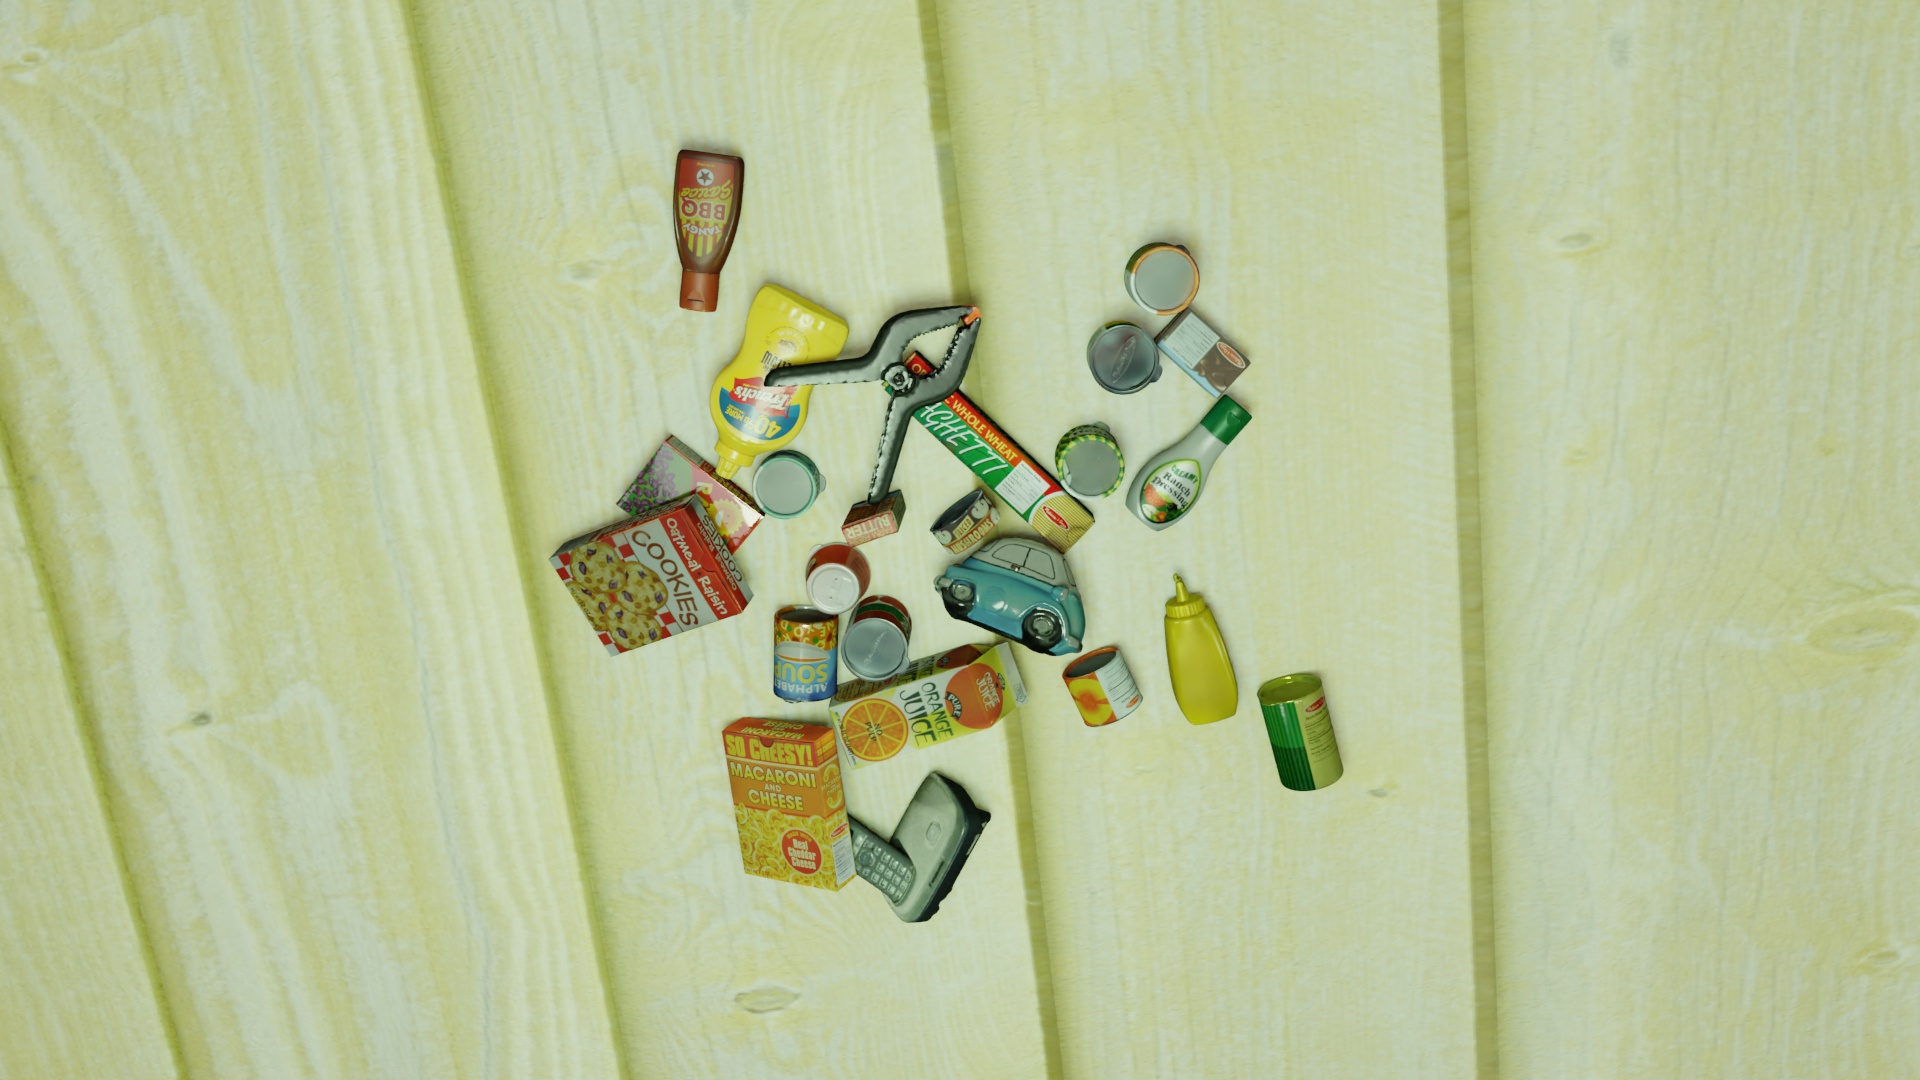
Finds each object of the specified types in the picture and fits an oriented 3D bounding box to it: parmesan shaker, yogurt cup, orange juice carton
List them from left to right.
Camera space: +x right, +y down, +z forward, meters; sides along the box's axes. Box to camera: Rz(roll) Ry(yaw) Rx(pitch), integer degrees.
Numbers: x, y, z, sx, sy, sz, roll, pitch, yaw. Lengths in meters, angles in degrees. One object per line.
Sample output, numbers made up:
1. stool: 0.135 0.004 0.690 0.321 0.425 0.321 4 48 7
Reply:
1. yogurt cup: -0.126 0.041 1.403 0.072 0.054 0.072 0 105 1
2. orange juice carton: -0.031 0.164 1.422 0.193 0.073 0.071 -18 103 5
3. parmesan shaker: 0.347 0.198 1.425 0.071 0.071 0.103 -16 104 5

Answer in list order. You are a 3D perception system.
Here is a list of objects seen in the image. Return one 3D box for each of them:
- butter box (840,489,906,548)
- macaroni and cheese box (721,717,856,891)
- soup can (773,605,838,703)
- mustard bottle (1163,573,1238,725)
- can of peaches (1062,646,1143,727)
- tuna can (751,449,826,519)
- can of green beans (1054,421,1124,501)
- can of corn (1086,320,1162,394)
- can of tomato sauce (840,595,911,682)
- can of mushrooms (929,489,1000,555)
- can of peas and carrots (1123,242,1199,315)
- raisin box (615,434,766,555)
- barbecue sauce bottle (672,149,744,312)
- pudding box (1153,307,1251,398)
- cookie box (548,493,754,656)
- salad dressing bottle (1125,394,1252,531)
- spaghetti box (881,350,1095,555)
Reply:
1. butter box: -0.084 -0.022 1.361 0.053 0.104 0.024 -18 103 7
2. macaroni and cheese box: -0.178 0.273 1.442 0.123 0.040 0.166 1 106 31
3. soup can: -0.158 0.115 1.413 0.071 0.071 0.083 2 104 1
4. mustard bottle: 0.239 0.106 1.415 0.065 0.049 0.160 -14 103 4
5. can of peaches: 0.143 0.149 1.420 0.071 0.071 0.058 -25 103 7
6. tuna can: -0.172 -0.055 1.391 0.071 0.033 0.071 0 104 2
7. can of green beans: 0.127 -0.077 1.367 0.071 0.058 0.071 0 104 1
8. can of corn: 0.158 -0.176 1.341 0.071 0.058 0.071 0 104 1
9. can of tomato sauce: -0.082 0.098 1.401 0.071 0.083 0.071 0 104 1
10. can of mushrooms: 0.005 -0.017 1.377 0.071 0.071 0.033 -36 102 9
11. can of peas and carrots: 0.193 -0.251 1.322 0.071 0.059 0.070 0 105 1
12. raisin box: -0.268 -0.034 1.395 0.123 0.040 0.086 39 101 -9
13. barbecue sauce bottle: -0.244 -0.295 1.328 0.065 0.044 0.148 8 104 -2
14. pudding box: 0.234 -0.183 1.353 0.083 0.030 0.049 40 100 -8
15. cookie box: -0.307 0.037 1.382 0.167 0.040 0.122 -18 112 22
16. salad dressing bottle: 0.226 -0.077 1.372 0.064 0.044 0.147 38 102 -9
17. spaghetti box: 0.029 -0.088 1.381 0.250 0.029 0.050 43 101 -9
